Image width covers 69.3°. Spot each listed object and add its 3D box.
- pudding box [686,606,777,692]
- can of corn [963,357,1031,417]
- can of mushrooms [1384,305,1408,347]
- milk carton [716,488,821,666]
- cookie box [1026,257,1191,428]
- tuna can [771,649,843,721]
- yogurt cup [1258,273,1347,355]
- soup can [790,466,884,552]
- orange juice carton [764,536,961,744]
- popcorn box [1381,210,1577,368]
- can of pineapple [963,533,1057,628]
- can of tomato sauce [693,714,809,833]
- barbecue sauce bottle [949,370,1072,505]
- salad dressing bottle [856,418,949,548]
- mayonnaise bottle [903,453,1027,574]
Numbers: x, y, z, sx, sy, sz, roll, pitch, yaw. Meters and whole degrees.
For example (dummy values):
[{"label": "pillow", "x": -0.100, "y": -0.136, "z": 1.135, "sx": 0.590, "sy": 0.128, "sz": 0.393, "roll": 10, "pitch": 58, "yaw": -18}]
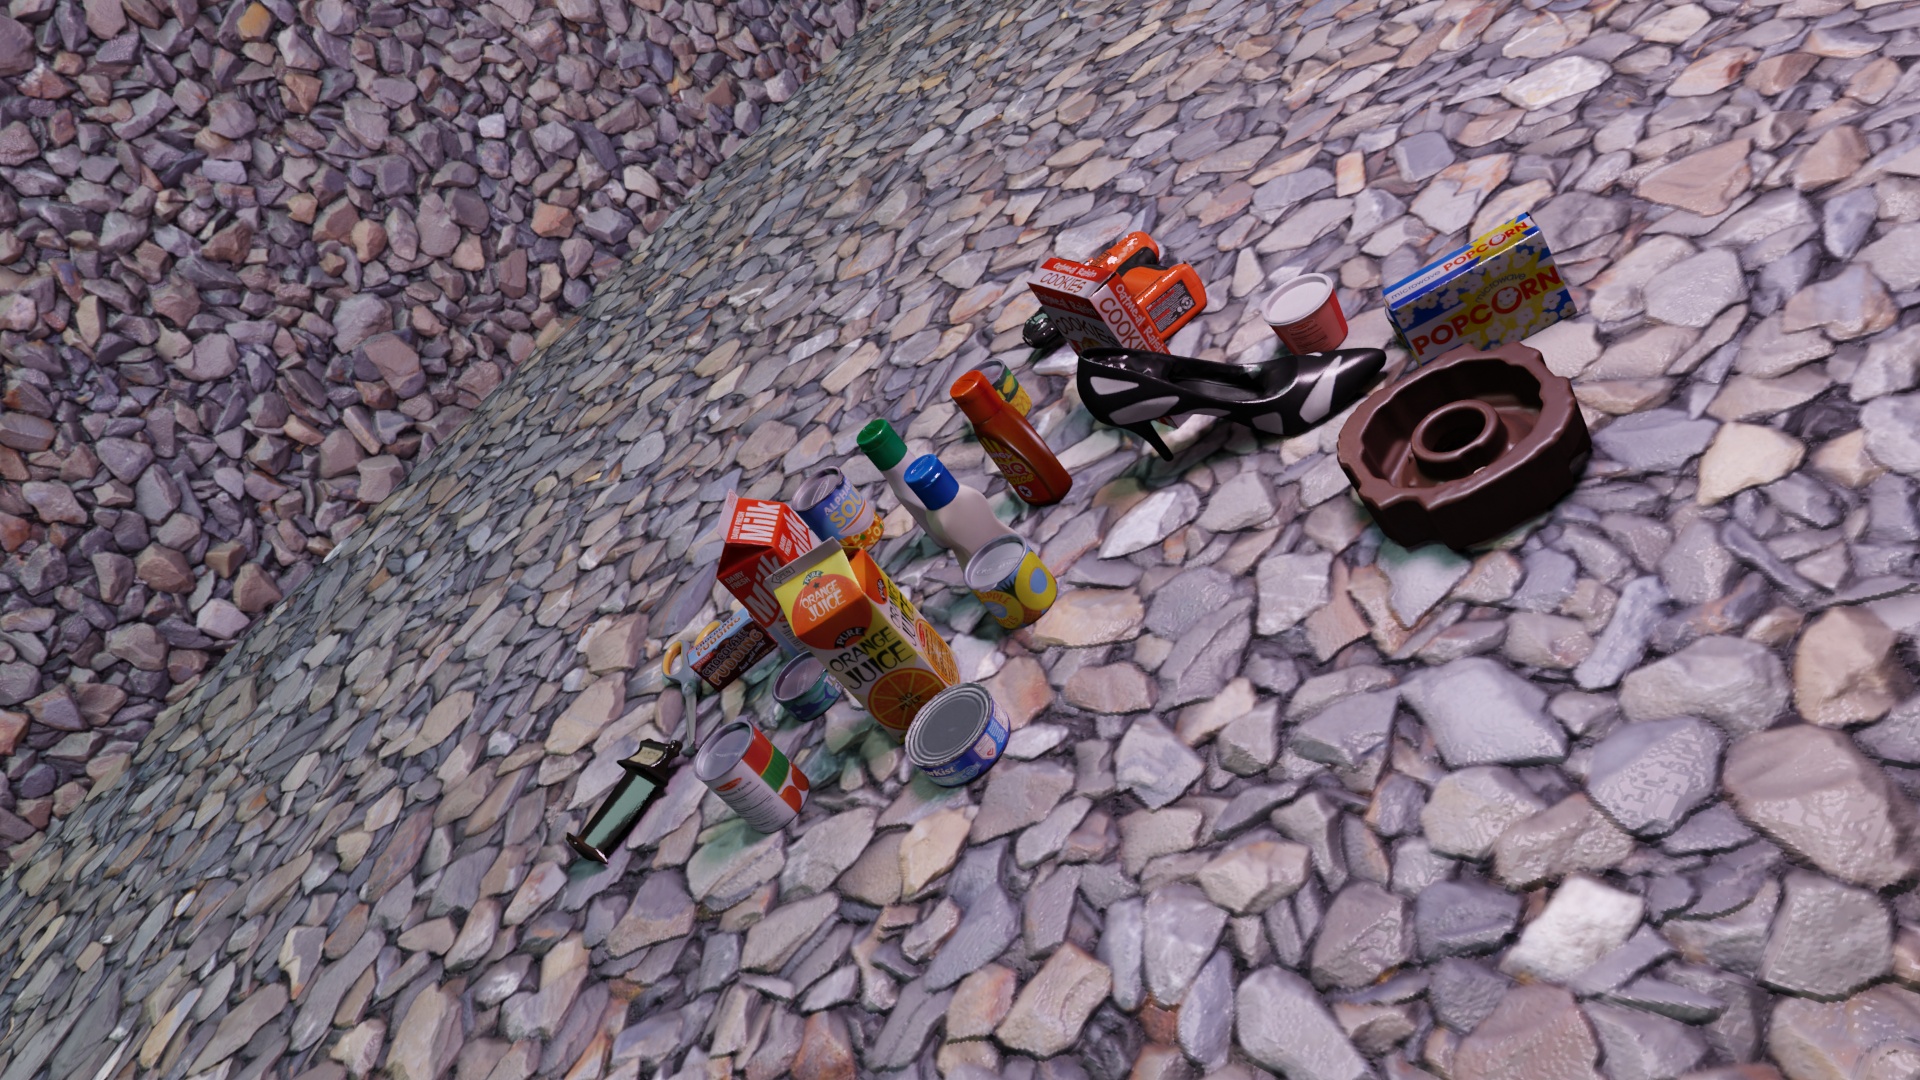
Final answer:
[{"label": "pudding box", "x": -0.240, "y": 0.113, "z": 1.459, "sx": 0.083, "sy": 0.049, "sz": 0.030, "roll": -38, "pitch": 29, "yaw": 2}, {"label": "can of corn", "x": 0.035, "y": -0.153, "z": 1.509, "sx": 0.071, "sy": 0.058, "sz": 0.071, "roll": -28, "pitch": 31, "yaw": 19}, {"label": "can of mushrooms", "x": 0.399, "y": -0.195, "z": 1.185, "sx": 0.071, "sy": 0.033, "sz": 0.071, "roll": -28, "pitch": 31, "yaw": 19}, {"label": "milk carton", "x": -0.170, "y": 0.035, "z": 1.346, "sx": 0.073, "sy": 0.190, "sz": 0.073, "roll": -27, "pitch": 32, "yaw": 21}, {"label": "cookie box", "x": 0.147, "y": -0.190, "z": 1.325, "sx": 0.040, "sy": 0.167, "sz": 0.123, "roll": -44, "pitch": 30, "yaw": -8}, {"label": "tuna can", "x": -0.144, "y": 0.138, "z": 1.336, "sx": 0.071, "sy": 0.032, "sz": 0.071, "roll": -28, "pitch": 31, "yaw": 19}, {"label": "yogurt cup", "x": 0.317, "y": -0.202, "z": 1.266, "sx": 0.072, "sy": 0.053, "sz": 0.073, "roll": -28, "pitch": 31, "yaw": 19}, {"label": "soup can", "x": -0.130, "y": -0.028, "z": 1.495, "sx": 0.071, "sy": 0.083, "sz": 0.072, "roll": -28, "pitch": 31, "yaw": 19}, {"label": "orange juice carton", "x": -0.080, "y": 0.078, "z": 1.185, "sx": 0.071, "sy": 0.192, "sz": 0.073, "roll": -32, "pitch": 30, "yaw": 13}, {"label": "popcorn box", "x": 0.414, "y": -0.192, "z": 1.113, "sx": 0.126, "sy": 0.085, "sz": 0.038, "roll": -29, "pitch": 31, "yaw": 18}, {"label": "can of pineapple", "x": 0.044, "y": 0.038, "z": 1.238, "sx": 0.071, "sy": 0.057, "sz": 0.071, "roll": -28, "pitch": 31, "yaw": 19}, {"label": "can of tomato sauce", "x": -0.184, "y": 0.208, "z": 1.234, "sx": 0.071, "sy": 0.083, "sz": 0.071, "roll": -28, "pitch": 31, "yaw": 19}, {"label": "barbecue sauce bottle", "x": 0.045, "y": -0.098, "z": 1.331, "sx": 0.065, "sy": 0.148, "sz": 0.044, "roll": 6, "pitch": 53, "yaw": 52}, {"label": "salad dressing bottle", "x": -0.046, "y": -0.057, "z": 1.377, "sx": 0.044, "sy": 0.147, "sz": 0.064, "roll": -48, "pitch": 30, "yaw": -14}, {"label": "mayonnaise bottle", "x": 0.005, "y": -0.016, "z": 1.264, "sx": 0.065, "sy": 0.147, "sz": 0.041, "roll": -47, "pitch": 30, "yaw": -14}]
